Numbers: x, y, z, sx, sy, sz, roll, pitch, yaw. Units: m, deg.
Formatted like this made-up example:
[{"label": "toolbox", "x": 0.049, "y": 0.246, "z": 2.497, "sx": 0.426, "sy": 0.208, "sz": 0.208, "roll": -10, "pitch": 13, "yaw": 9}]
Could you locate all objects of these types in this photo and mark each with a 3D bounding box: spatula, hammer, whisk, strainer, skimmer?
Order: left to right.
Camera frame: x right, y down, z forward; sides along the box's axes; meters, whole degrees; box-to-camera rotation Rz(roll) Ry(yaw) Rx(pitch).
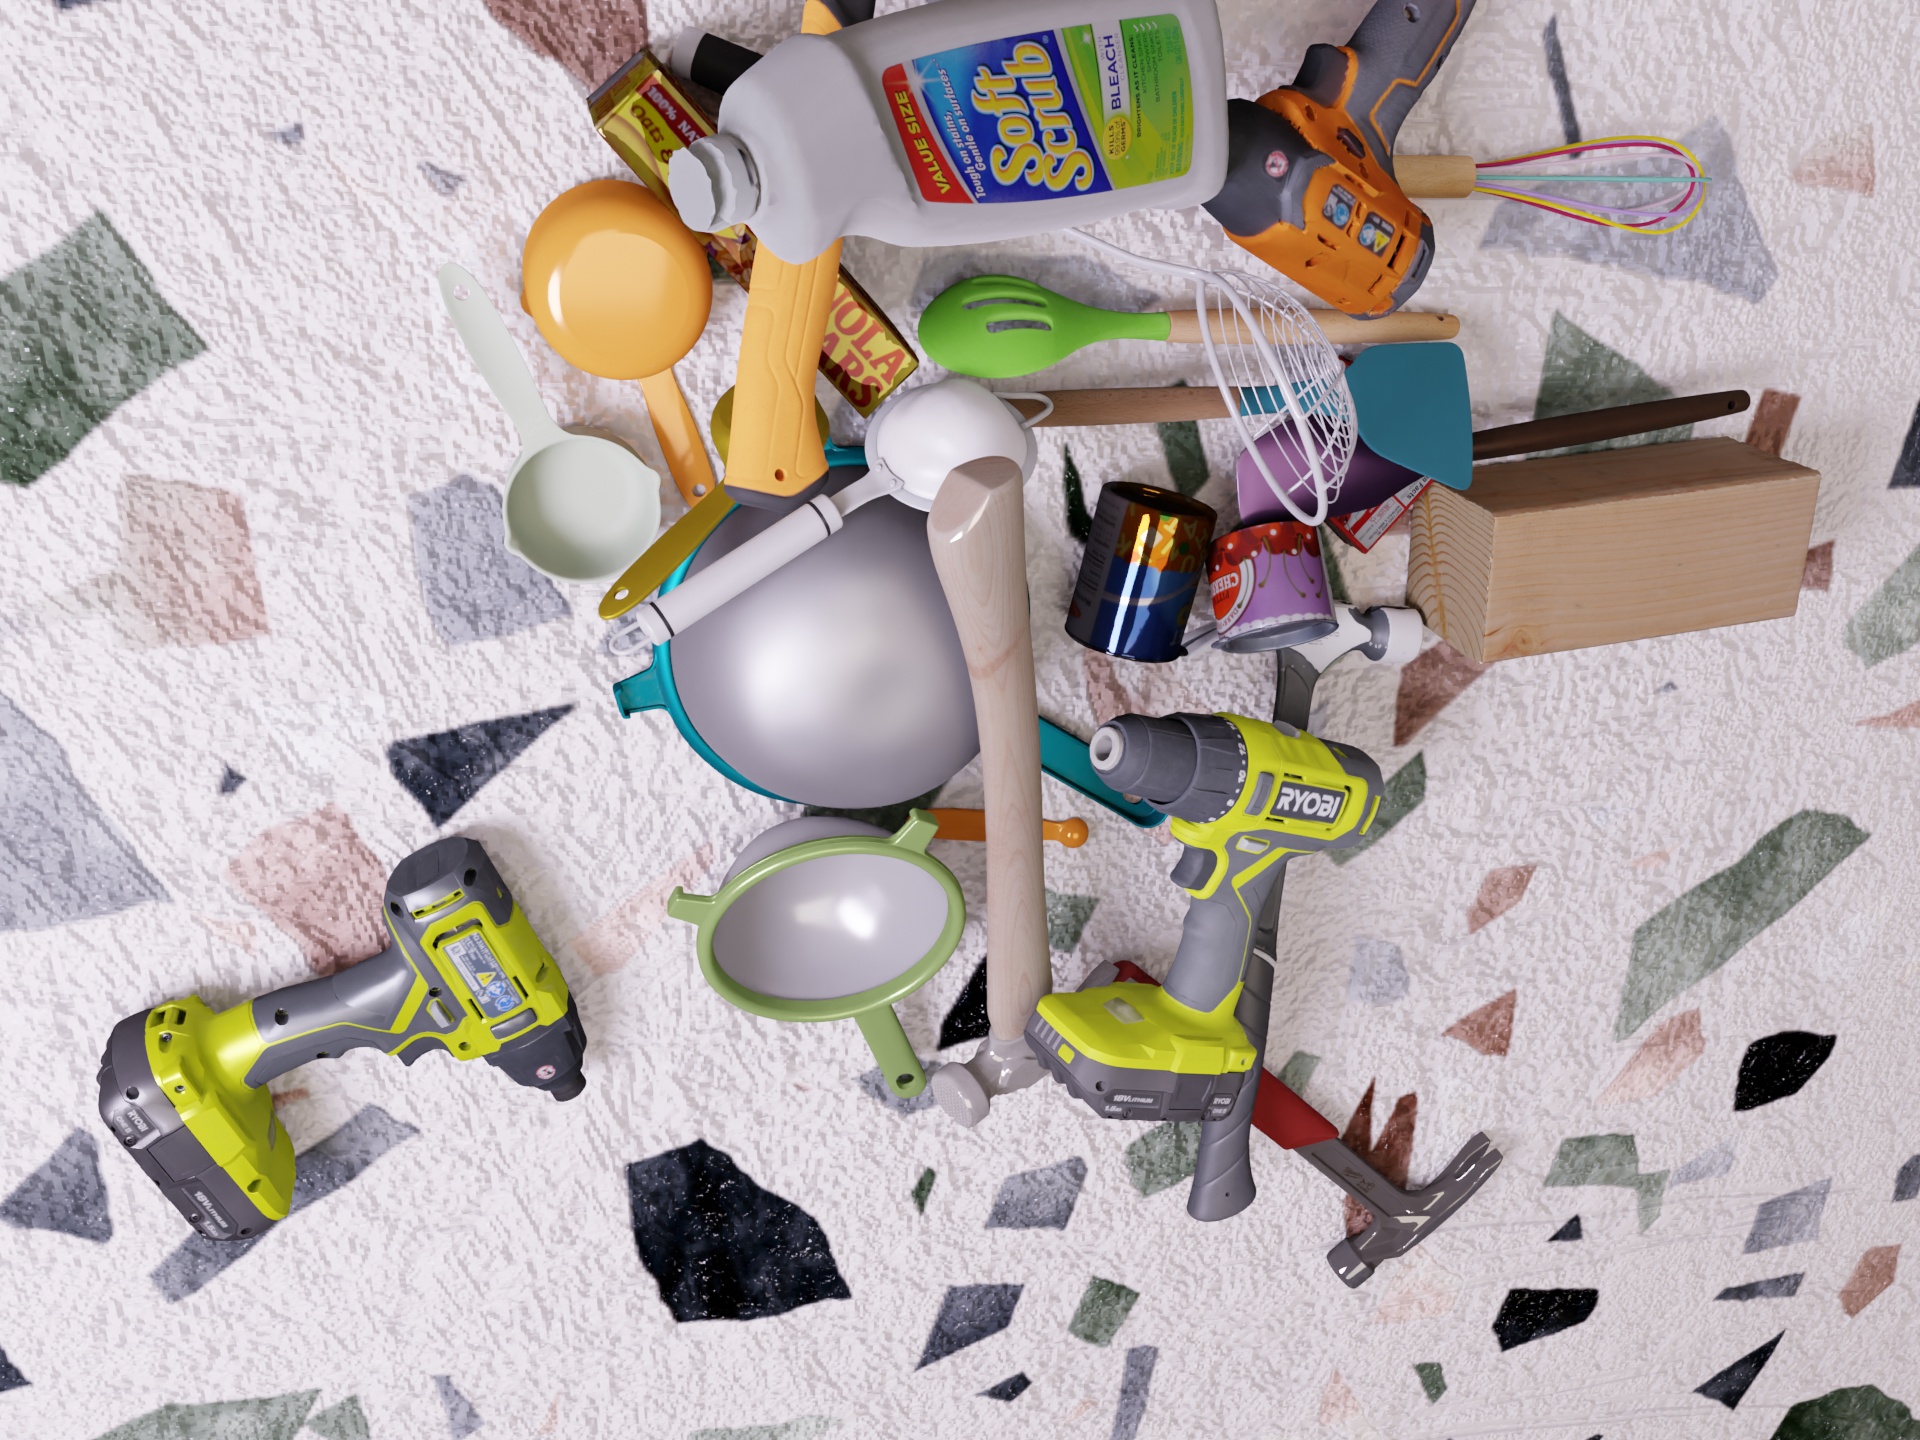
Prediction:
[{"label": "hammer", "x": -0.060, "y": -0.253, "z": 0.637, "sx": 0.127, "sy": 0.034, "sz": 0.337, "roll": 6, "pitch": 99, "yaw": -29}, {"label": "strainer", "x": -0.058, "y": -0.104, "z": 0.766, "sx": 0.258, "sy": 0.087, "sz": 0.050, "roll": -35, "pitch": 155, "yaw": -14}, {"label": "strainer", "x": -0.064, "y": 0.134, "z": 0.939, "sx": 0.151, "sy": 0.069, "sz": 0.256, "roll": -18, "pitch": 136, "yaw": 0}, {"label": "strainer", "x": -0.001, "y": -0.003, "z": 0.864, "sx": 0.340, "sy": 0.095, "sz": 0.211, "roll": 29, "pitch": 103, "yaw": -26}, {"label": "skimmer", "x": 0.024, "y": -0.207, "z": 0.741, "sx": 0.363, "sy": 0.127, "sz": 0.090, "roll": 24, "pitch": 96, "yaw": -3}, {"label": "hammer", "x": 0.035, "y": 0.044, "z": 0.845, "sx": 0.146, "sy": 0.038, "sz": 0.410, "roll": -31, "pitch": 135, "yaw": -29}, {"label": "spatula", "x": 0.119, "y": -0.162, "z": 0.841, "sx": 0.317, "sy": 0.044, "sz": 0.082, "roll": -2, "pitch": 84, "yaw": -1}, {"label": "hammer", "x": 0.181, "y": 0.126, "z": 0.983, "sx": 0.149, "sy": 0.036, "sz": 0.408, "roll": 2, "pitch": 105, "yaw": -14}, {"label": "hammer", "x": 0.225, "y": 0.262, "z": 1.087, "sx": 0.149, "sy": 0.037, "sz": 0.358, "roll": -45, "pitch": 118, "yaw": 7}, {"label": "spatula", "x": 0.302, "y": -0.158, "z": 0.890, "sx": 0.316, "sy": 0.018, "sz": 0.059, "roll": -10, "pitch": 109, "yaw": -11}, {"label": "whisk", "x": 0.291, "y": -0.286, "z": 0.849, "sx": 0.245, "sy": 0.051, "sz": 0.047, "roll": -3, "pitch": 121, "yaw": -11}]

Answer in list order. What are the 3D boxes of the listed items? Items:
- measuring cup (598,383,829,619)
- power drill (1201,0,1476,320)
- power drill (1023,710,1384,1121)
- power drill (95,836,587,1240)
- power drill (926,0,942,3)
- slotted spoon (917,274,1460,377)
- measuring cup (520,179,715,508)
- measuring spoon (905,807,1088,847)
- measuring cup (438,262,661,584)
[{"label": "measuring cup", "x": -0.124, "y": -0.110, "z": 0.761, "sx": 0.156, "sy": 0.062, "sz": 0.029, "roll": -51, "pitch": 146, "yaw": -22}, {"label": "power drill", "x": 0.187, "y": -0.324, "z": 0.746, "sx": 0.164, "sy": 0.084, "sz": 0.226, "roll": 17, "pitch": 98, "yaw": -37}, {"label": "power drill", "x": 0.122, "y": 0.103, "z": 0.883, "sx": 0.190, "sy": 0.080, "sz": 0.228, "roll": 11, "pitch": 105, "yaw": -36}, {"label": "power drill", "x": -0.327, "y": 0.182, "z": 0.871, "sx": 0.223, "sy": 0.080, "sz": 0.171, "roll": -26, "pitch": 118, "yaw": -7}, {"label": "power drill", "x": 0.016, "y": -0.386, "z": 0.705, "sx": 0.185, "sy": 0.084, "sz": 0.226, "roll": -42, "pitch": 114, "yaw": 4}, {"label": "slotted spoon", "x": 0.130, "y": -0.209, "z": 0.837, "sx": 0.313, "sy": 0.070, "sz": 0.031, "roll": -5, "pitch": 147, "yaw": -20}, {"label": "measuring cup", "x": -0.149, "y": -0.170, "z": 0.769, "sx": 0.095, "sy": 0.052, "sz": 0.173, "roll": -21, "pitch": 120, "yaw": -6}, {"label": "measuring spoon", "x": 0.024, "y": 0.066, "z": 0.952, "sx": 0.117, "sy": 0.011, "sz": 0.021, "roll": 5, "pitch": 112, "yaw": -18}, {"label": "measuring cup", "x": -0.206, "y": -0.146, "z": 0.775, "sx": 0.083, "sy": 0.038, "sz": 0.167, "roll": -26, "pitch": 117, "yaw": -3}]
